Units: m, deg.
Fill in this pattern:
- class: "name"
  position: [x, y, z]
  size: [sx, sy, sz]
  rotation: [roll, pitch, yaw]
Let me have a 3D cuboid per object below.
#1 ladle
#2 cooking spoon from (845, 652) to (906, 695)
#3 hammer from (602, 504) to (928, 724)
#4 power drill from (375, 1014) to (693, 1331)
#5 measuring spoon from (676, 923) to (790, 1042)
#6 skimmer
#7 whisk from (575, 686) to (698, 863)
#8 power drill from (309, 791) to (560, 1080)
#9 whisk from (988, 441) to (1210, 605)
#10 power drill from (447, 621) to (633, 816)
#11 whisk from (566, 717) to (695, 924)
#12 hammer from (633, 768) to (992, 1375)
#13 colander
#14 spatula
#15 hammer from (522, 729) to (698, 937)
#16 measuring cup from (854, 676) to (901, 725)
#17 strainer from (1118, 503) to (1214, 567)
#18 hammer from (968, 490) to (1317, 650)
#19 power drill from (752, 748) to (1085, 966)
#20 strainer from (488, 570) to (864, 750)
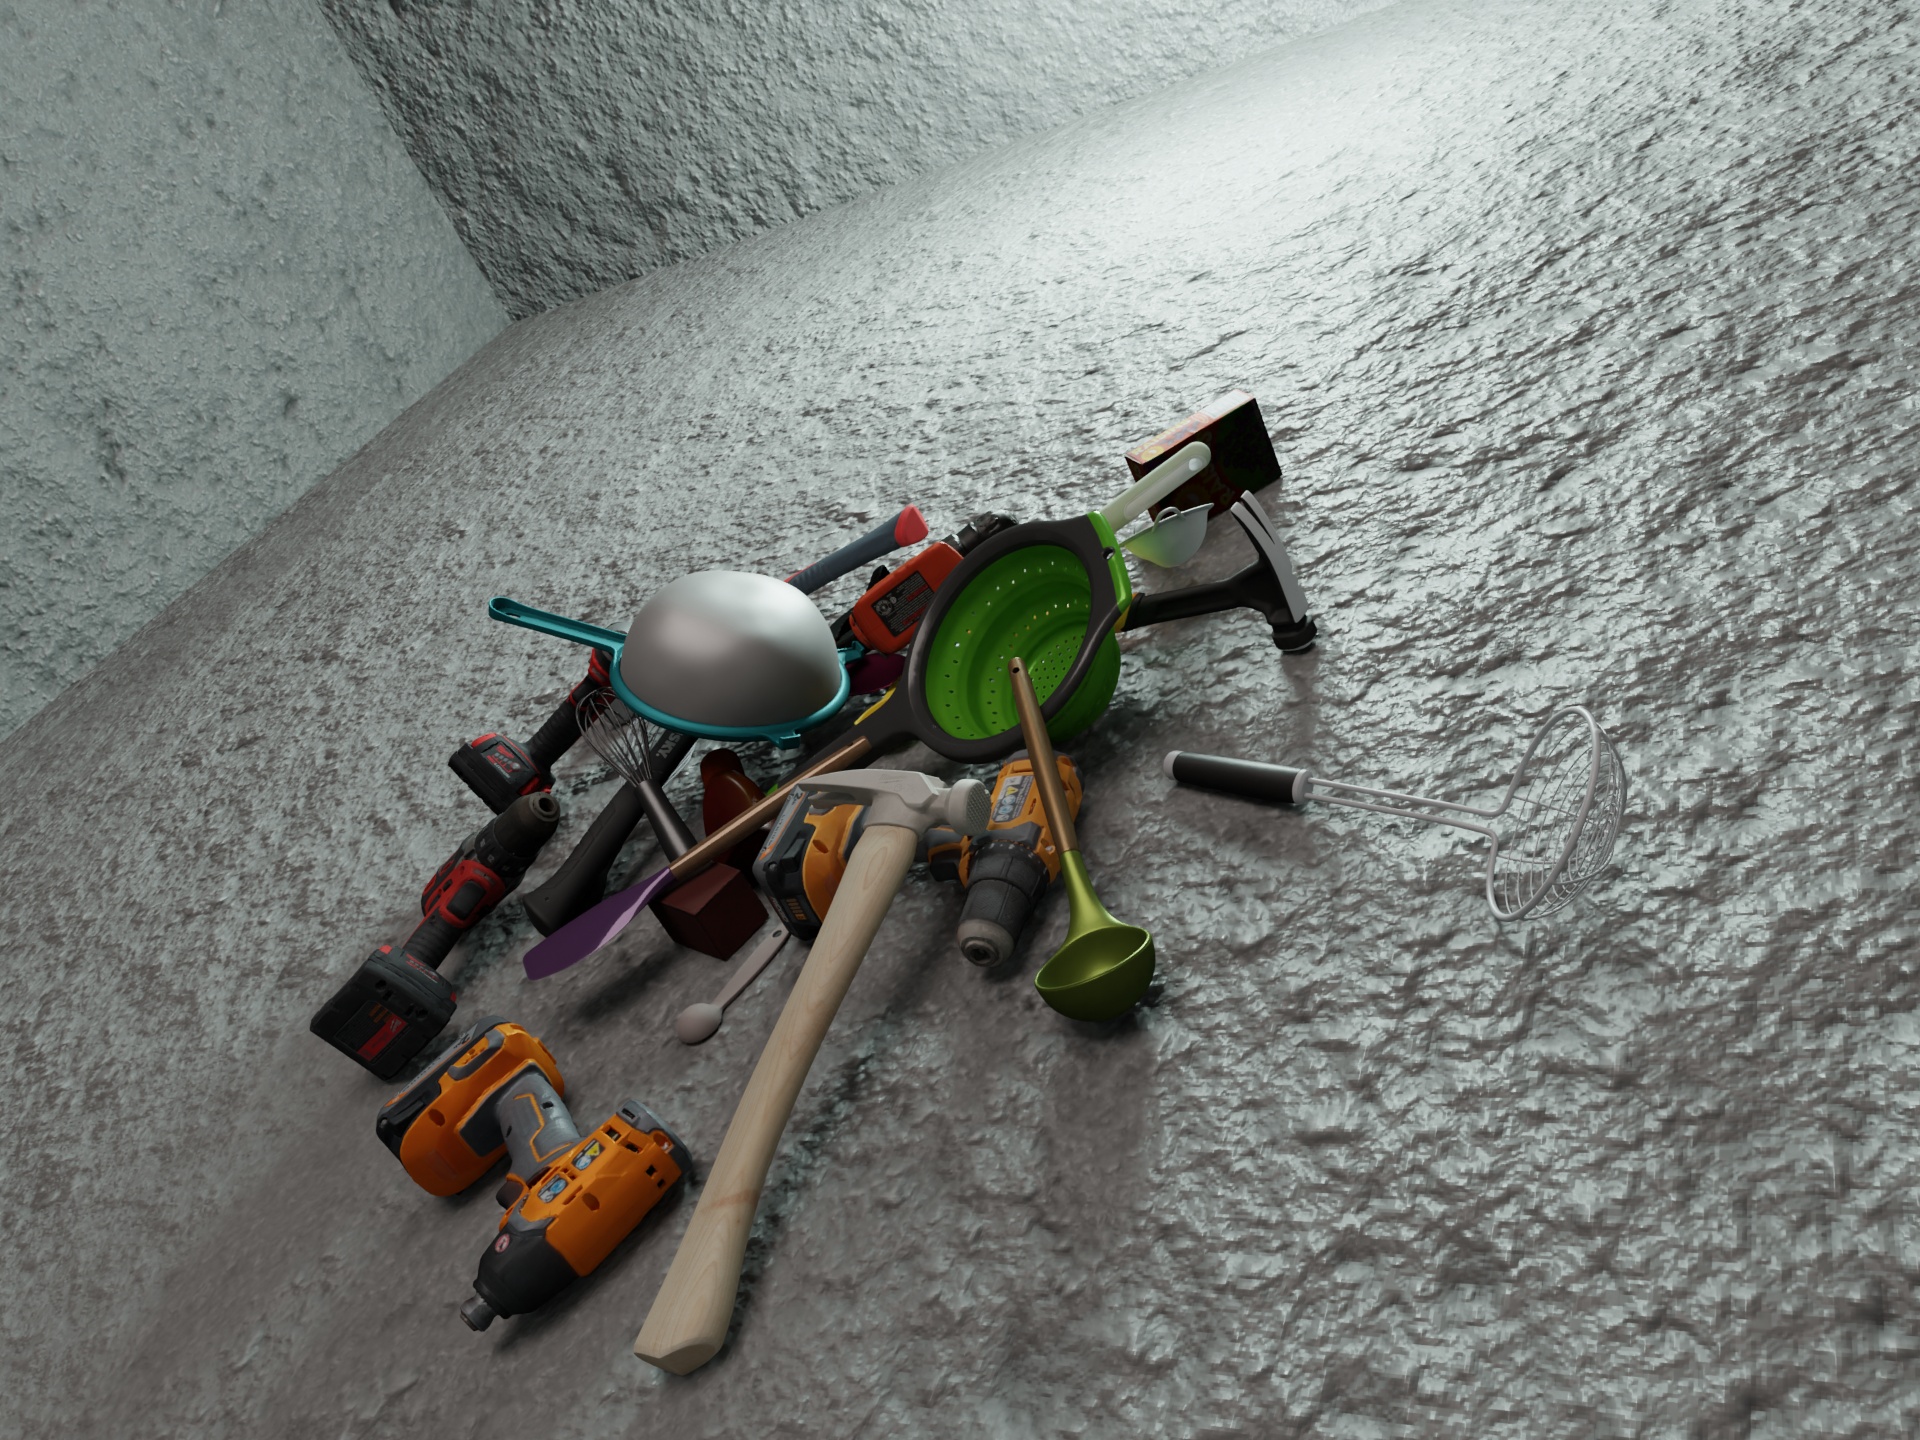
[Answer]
- class: "ladle"
  position: [0.063, 0.064, 1.064]
  size: [0.078, 0.062, 0.321]
  rotation: [-23, 46, 10]
- class: "cooking spoon"
  position: [-0.168, -0.034, 1.521]
  size: [0.319, 0.017, 0.069]
  rotation: [-3, 34, 42]
- class: "hammer"
  position: [-0.208, -0.125, 1.665]
  size: [0.386, 0.038, 0.143]
  rotation: [-28, 27, 11]
- class: "power drill"
  position: [-0.299, 0.299, 1.057]
  size: [0.227, 0.084, 0.164]
  rotation: [16, 52, 47]
- class: "measuring spoon"
  position: [-0.168, 0.189, 1.180]
  size: [0.034, 0.018, 0.124]
  rotation: [3, 41, 44]
- class: "skimmer"
  position: [0.246, 0.040, 0.992]
  size: [0.363, 0.090, 0.127]
  rotation: [9, 77, 51]
- class: "whisk"
  position: [-0.264, 0.058, 1.353]
  size: [0.055, 0.055, 0.239]
  rotation: [-32, 61, -7]
- class: "power drill"
  position: [-0.422, 0.167, 1.320]
  size: [0.188, 0.080, 0.227]
  rotation: [-40, 17, 34]
- class: "whisk"
  position: [0.120, -0.169, 1.422]
  size: [0.246, 0.057, 0.059]
  rotation: [-35, 38, 17]
- class: "power drill"
  position: [-0.374, -0.006, 1.520]
  size: [0.219, 0.078, 0.143]
  rotation: [-45, -3, -6]
- class: "whisk"
  position: [-0.300, 0.078, 1.438]
  size: [0.070, 0.070, 0.285]
  rotation: [-13, 37, 25]
- class: "hammer"
  position: [-0.111, 0.202, 1.009]
  size: [0.146, 0.038, 0.411]
  rotation: [2, 52, 30]
- class: "colander"
  position: [-0.002, -0.004, 1.287]
  size: [0.397, 0.094, 0.205]
  rotation: [-36, 45, 24]
- class: "spatula"
  position: [-0.201, 0.105, 1.235]
  size: [0.316, 0.018, 0.060]
  rotation: [-34, 30, -10]
- class: "hammer"
  position: [-0.274, 0.059, 1.401]
  size: [0.146, 0.035, 0.335]
  rotation: [20, 50, 12]
- class: "measuring cup"
  position: [-0.051, -0.018, 1.415]
  size: [0.062, 0.029, 0.157]
  rotation: [-24, 17, 19]
- class: "strainer"
  position: [0.171, -0.159, 1.365]
  size: [0.087, 0.050, 0.258]
  rotation: [-23, 7, 3]
- class: "hammer"
  position: [0.118, -0.091, 1.301]
  size: [0.337, 0.127, 0.034]
  rotation: [-10, 27, 40]
- class: "power drill"
  position: [-0.033, 0.106, 1.143]
  size: [0.226, 0.084, 0.185]
  rotation: [-7, 37, 25]
- class: "strainer"
  position: [-0.258, -0.090, 1.398]
  size: [0.340, 0.095, 0.211]
  rotation: [15, 31, 9]
